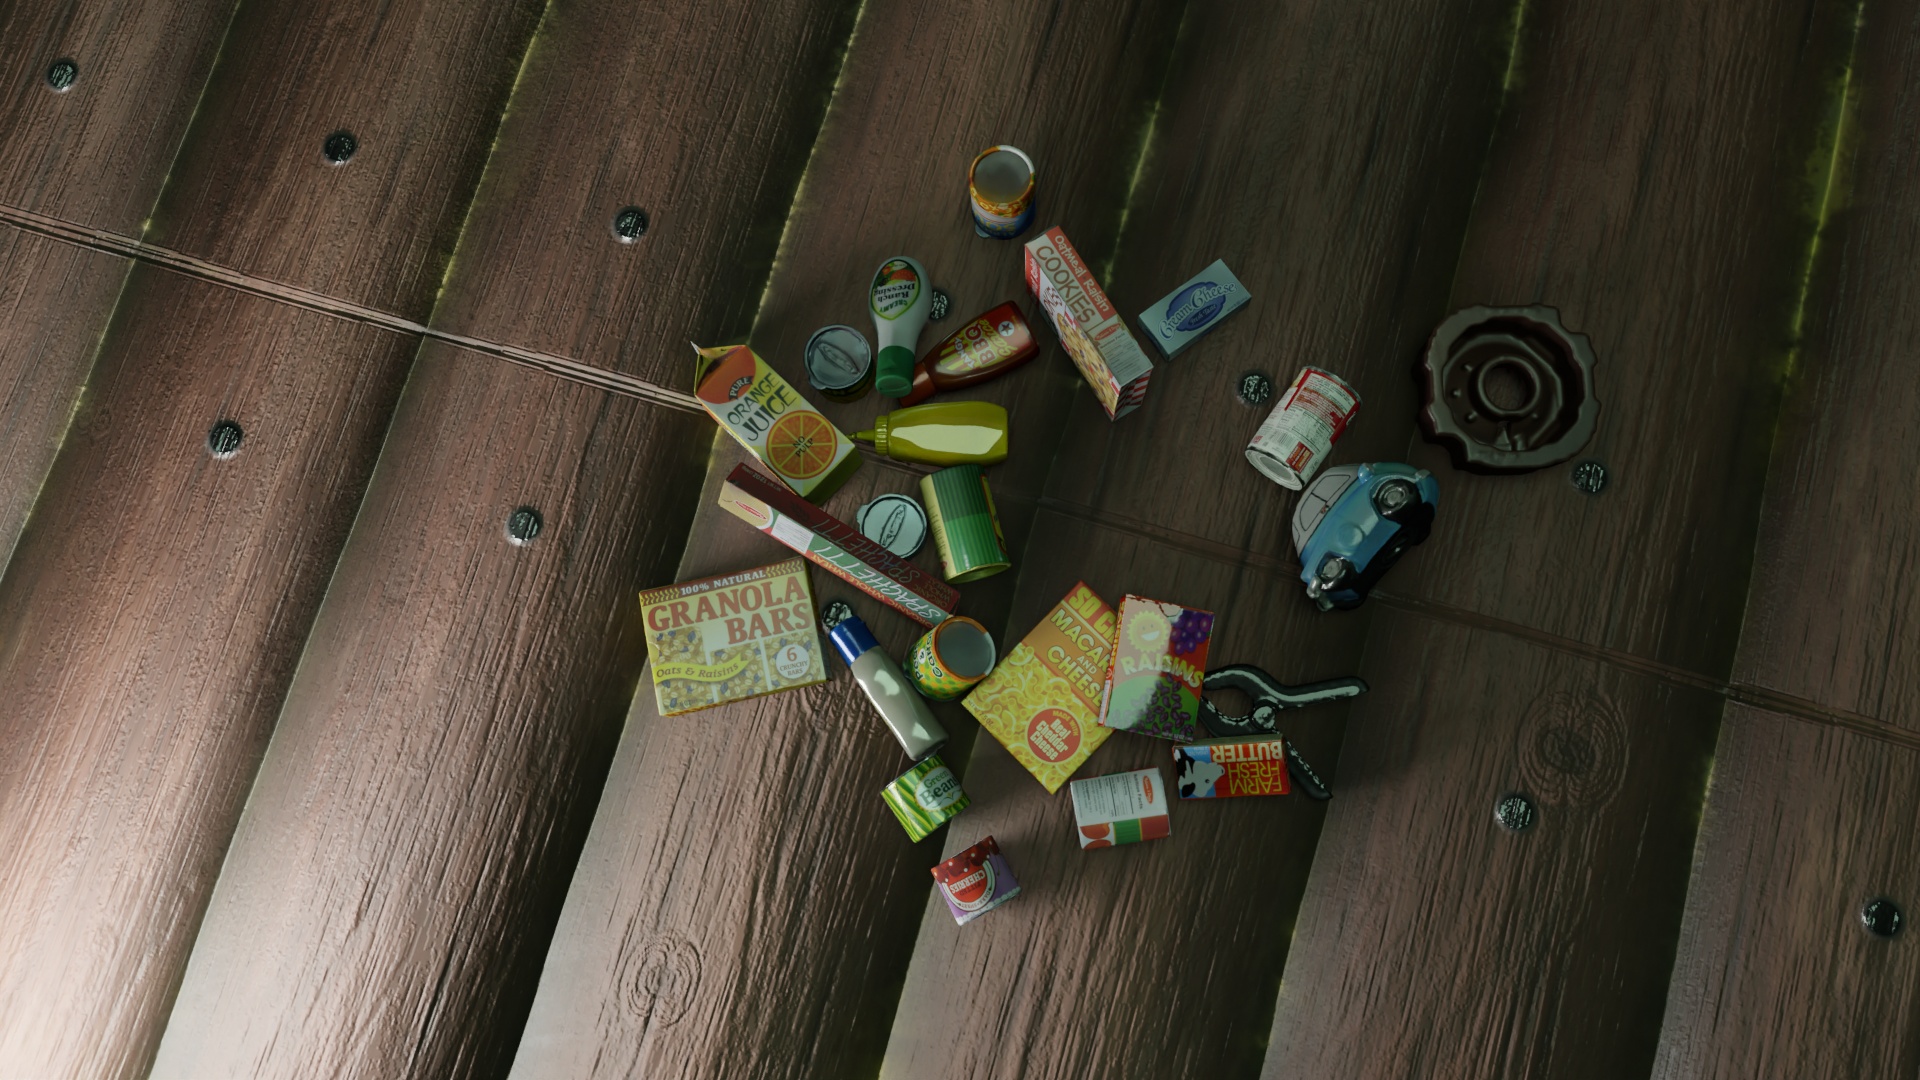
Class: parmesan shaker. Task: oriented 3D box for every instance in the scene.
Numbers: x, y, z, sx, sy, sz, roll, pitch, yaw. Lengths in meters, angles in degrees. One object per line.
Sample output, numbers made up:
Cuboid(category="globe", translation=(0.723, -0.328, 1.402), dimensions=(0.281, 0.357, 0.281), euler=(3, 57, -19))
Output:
Cuboid(category="parmesan shaker", translation=(0.005, -0.017, 1.339), dimensions=(0.071, 0.071, 0.103), euler=(-15, 79, 1))

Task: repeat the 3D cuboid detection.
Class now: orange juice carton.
Cuboid(category="orange juice carton", translation=(-0.192, -0.123, 1.369), dimensions=(0.193, 0.071, 0.073), euler=(43, 84, 9))

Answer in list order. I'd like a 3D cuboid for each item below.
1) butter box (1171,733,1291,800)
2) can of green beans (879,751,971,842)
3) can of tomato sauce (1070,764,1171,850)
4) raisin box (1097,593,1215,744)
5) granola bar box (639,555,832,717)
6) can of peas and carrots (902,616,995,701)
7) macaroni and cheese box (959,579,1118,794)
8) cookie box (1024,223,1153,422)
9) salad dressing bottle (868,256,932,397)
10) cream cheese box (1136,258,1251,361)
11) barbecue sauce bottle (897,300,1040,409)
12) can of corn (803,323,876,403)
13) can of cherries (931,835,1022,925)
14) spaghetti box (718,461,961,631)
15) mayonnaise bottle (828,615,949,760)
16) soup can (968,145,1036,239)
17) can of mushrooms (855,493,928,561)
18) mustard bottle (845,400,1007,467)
Cuboid(category="butter box", translation=(0.251, 0.210, 1.288), dimensions=(0.103, 0.024, 0.053), euler=(-6, 98, 16))
Cuboid(category="can of green beans", translation=(-0.032, 0.240, 1.295), dimensions=(0.071, 0.071, 0.058), euler=(-35, 80, -3))
Cuboid(category="can of tomato sauce", translation=(0.148, 0.249, 1.285), dimensions=(0.083, 0.071, 0.071), euler=(-10, 79, 2))
Cuboid(category="raisin box", translation=(0.180, 0.118, 1.280), dimensions=(0.086, 0.040, 0.123), euler=(11, 83, -1))
Cuboid(category="granola bar box", translation=(-0.218, 0.094, 1.347), dimensions=(0.166, 0.039, 0.124), euler=(-13, 79, 1))
Cuboid(category="can of peas and carrots", translation=(-0.011, 0.111, 1.307), dimensions=(0.071, 0.058, 0.071), euler=(14, 59, -25))
Cuboid(category="macaroni and cheese box", translation=(0.102, 0.139, 1.320), dimensions=(0.124, 0.040, 0.166), euler=(44, 85, 9))
Cuboid(category="cookie box", translation=(0.121, -0.208, 1.342), dimensions=(0.040, 0.122, 0.167), euler=(-31, 79, -3))
Cuboid(category="salad dressing bottle", translation=(-0.061, -0.211, 1.369), dimensions=(0.064, 0.044, 0.148), euler=(-8, 59, 16))
Cuboid(category="cream cheese box", translation=(0.233, -0.231, 1.390), dimensions=(0.104, 0.024, 0.053), euler=(-36, 78, -4))
Cuboid(category="barbecue sauce bottle", translation=(0.001, -0.179, 1.383), dimensions=(0.148, 0.043, 0.065), euler=(-27, 76, -2))
Cuboid(category="can of corn", translation=(-0.121, -0.173, 1.381), dimensions=(0.071, 0.058, 0.071), euler=(-1, 80, 3))
Cuboid(category="can of cherries", translation=(0.014, 0.312, 1.277), dimensions=(0.071, 0.071, 0.058), euler=(-28, 79, -2))
Cuboid(category="spaghetti box", translation=(-0.115, 0.009, 1.328), dimensions=(0.250, 0.050, 0.029), euler=(31, 57, -2))
Cuboid(category="mayonnaise bottle", translation=(-0.070, 0.140, 1.320), dimensions=(0.041, 0.064, 0.148), euler=(-39, 76, 4))
Cuboid(category="soup can", translation=(0.041, -0.346, 1.392), dimensions=(0.071, 0.083, 0.071), euler=(-1, 80, 3))
Cuboid(category="can of mushrooms", translation=(-0.067, -0.012, 1.361), dimensions=(0.071, 0.033, 0.071), euler=(-1, 80, 3))
Cuboid(category="mustard bottle", translation=(-0.033, -0.105, 1.369), dimensions=(0.160, 0.048, 0.065), euler=(1, 79, 4))
